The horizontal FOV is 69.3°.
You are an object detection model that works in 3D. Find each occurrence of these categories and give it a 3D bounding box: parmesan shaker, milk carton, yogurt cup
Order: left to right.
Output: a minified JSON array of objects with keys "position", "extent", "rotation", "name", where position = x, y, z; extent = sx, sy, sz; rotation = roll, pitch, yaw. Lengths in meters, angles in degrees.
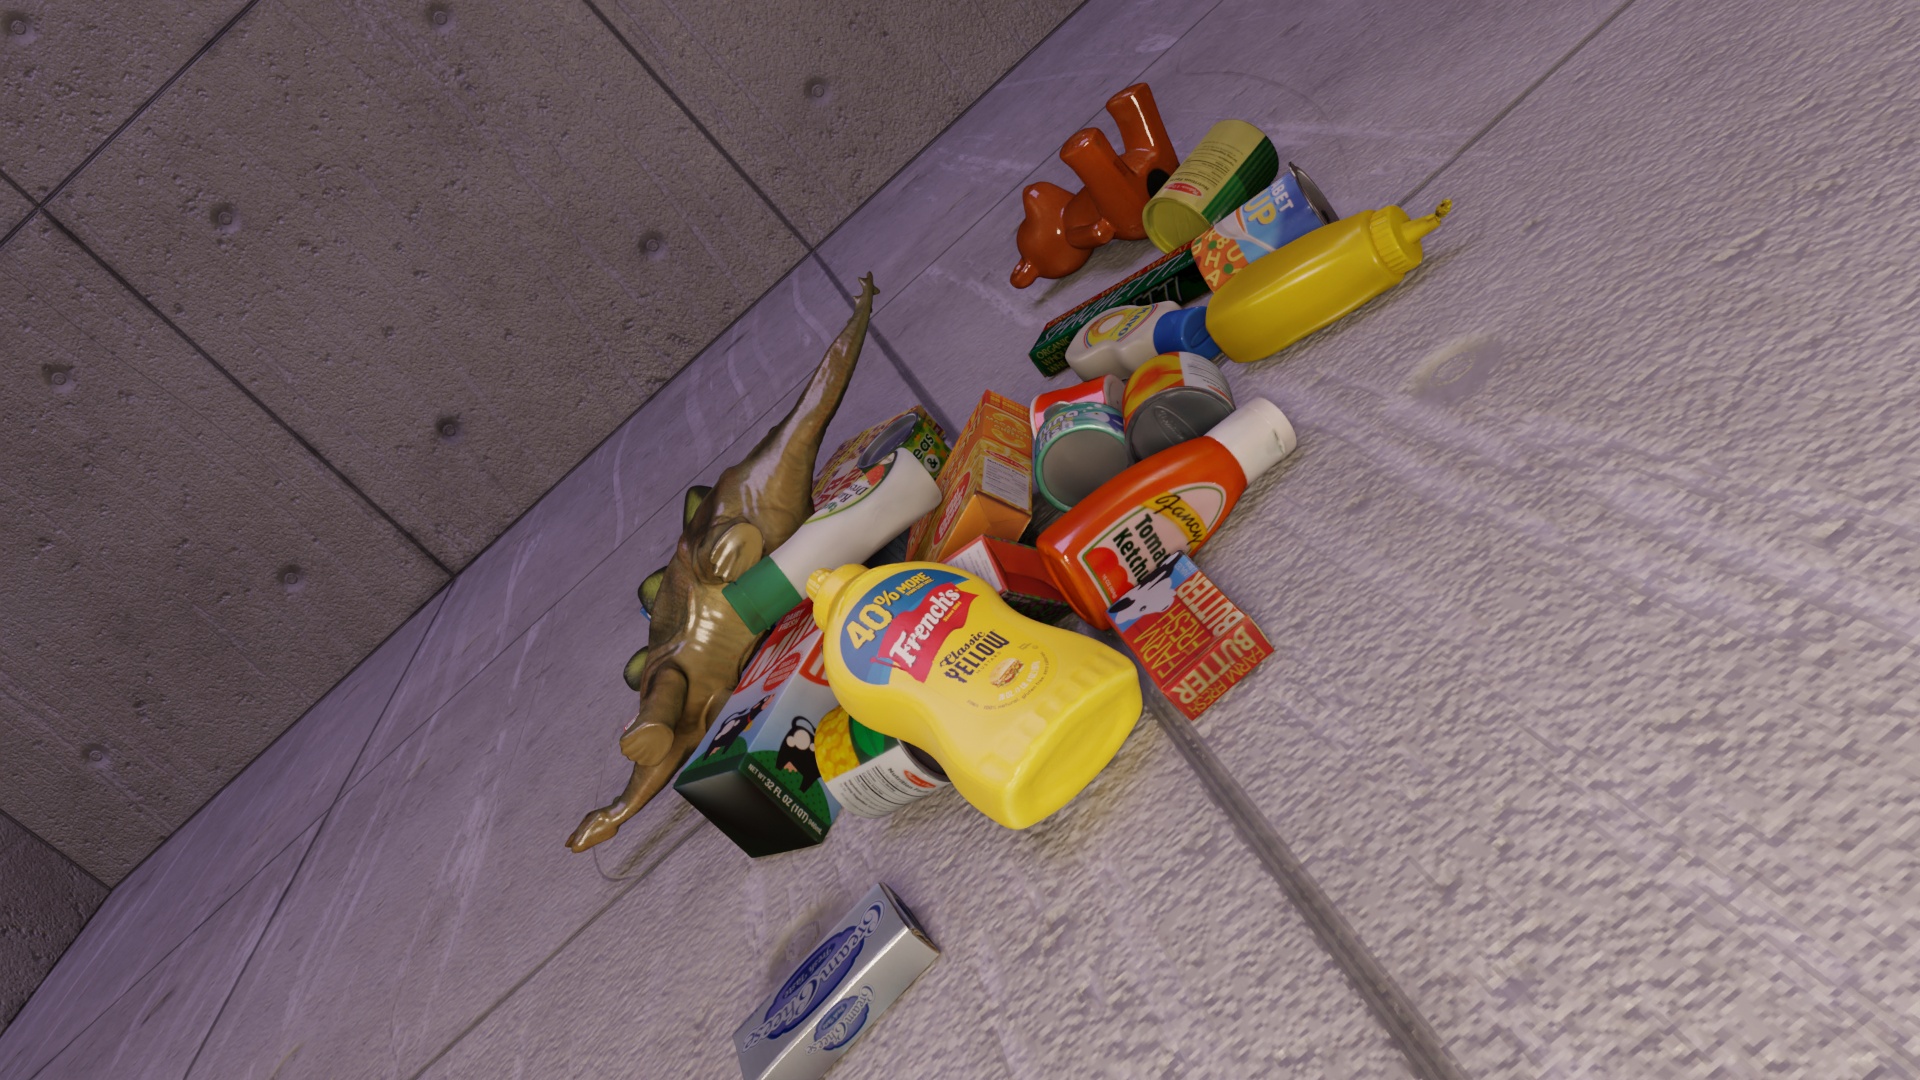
[{"position":[-0.090,0.097,0.867],"extent":[0.073,0.072,0.191],"rotation":[-23,27,43],"name":"milk carton"},{"position":[0.085,-0.073,0.902],"extent":[0.054,0.072,0.073],"rotation":[-23,26,28],"name":"yogurt cup"},{"position":[0.201,-0.275,1.099],"extent":[0.103,0.071,0.071],"rotation":[-51,20,-23],"name":"parmesan shaker"}]

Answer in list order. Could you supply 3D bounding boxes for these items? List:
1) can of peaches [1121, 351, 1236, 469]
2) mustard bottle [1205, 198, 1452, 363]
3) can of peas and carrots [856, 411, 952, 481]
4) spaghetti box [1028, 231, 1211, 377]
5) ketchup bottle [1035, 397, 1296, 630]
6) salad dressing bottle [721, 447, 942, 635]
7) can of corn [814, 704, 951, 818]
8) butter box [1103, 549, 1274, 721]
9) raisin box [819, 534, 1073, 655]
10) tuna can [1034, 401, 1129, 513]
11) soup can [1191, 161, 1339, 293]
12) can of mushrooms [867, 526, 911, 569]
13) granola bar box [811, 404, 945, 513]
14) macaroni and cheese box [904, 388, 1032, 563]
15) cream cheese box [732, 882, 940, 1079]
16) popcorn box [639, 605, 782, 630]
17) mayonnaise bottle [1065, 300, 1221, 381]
[{"position":[0.125,-0.068,0.805],"extent":[0.071,0.071,0.058],"rotation":[-35,20,21],"name":"can of peaches"},{"position":[0.224,-0.161,0.835],"extent":[0.159,0.048,0.066],"rotation":[-24,27,41],"name":"mustard bottle"},{"position":[-0.039,-0.061,1.123],"extent":[0.071,0.058,0.071],"rotation":[-37,21,16],"name":"can of peas and carrots"},{"position":[0.154,-0.195,1.073],"extent":[0.249,0.028,0.050],"rotation":[-24,26,42],"name":"spaghetti box"},{"position":[0.113,-0.020,0.741],"extent":[0.149,0.064,0.043],"rotation":[-38,32,-11],"name":"ketchup bottle"},{"position":[-0.081,0.001,0.877],"extent":[0.148,0.044,0.064],"rotation":[-38,14,-10],"name":"salad dressing bottle"},{"position":[-0.036,0.107,0.748],"extent":[0.058,0.071,0.071],"rotation":[-32,22,30],"name":"can of corn"},{"position":[0.108,0.043,0.669],"extent":[0.053,0.024,0.104],"rotation":[-41,19,4],"name":"butter box"},{"position":[-0.005,0.049,0.788],"extent":[0.123,0.040,0.086],"rotation":[-34,-24,23],"name":"raisin box"},{"position":[0.077,-0.051,0.857],"extent":[0.071,0.071,0.033],"rotation":[-35,22,22],"name":"tuna can"},{"position":[0.203,-0.197,0.917],"extent":[0.083,0.071,0.072],"rotation":[-33,21,27],"name":"soup can"},{"position":[-0.052,0.000,1.008],"extent":[0.033,0.071,0.071],"rotation":[-15,34,56],"name":"can of mushrooms"},{"position":[-0.098,-0.038,1.217],"extent":[0.124,0.039,0.166],"rotation":[-19,30,50],"name":"granola bar box"},{"position":[0.003,-0.011,0.904],"extent":[0.123,0.040,0.167],"rotation":[-60,10,25],"name":"macaroni and cheese box"},{"position":[-0.060,0.210,0.642],"extent":[0.104,0.024,0.053],"rotation":[-45,20,-6],"name":"cream cheese box"},{"position":[-0.189,0.044,1.153],"extent":[0.126,0.085,0.038],"rotation":[-37,19,17],"name":"popcorn box"},{"position":[0.133,-0.142,0.984],"extent":[0.065,0.041,0.148],"rotation":[-46,19,-14],"name":"mayonnaise bottle"}]
